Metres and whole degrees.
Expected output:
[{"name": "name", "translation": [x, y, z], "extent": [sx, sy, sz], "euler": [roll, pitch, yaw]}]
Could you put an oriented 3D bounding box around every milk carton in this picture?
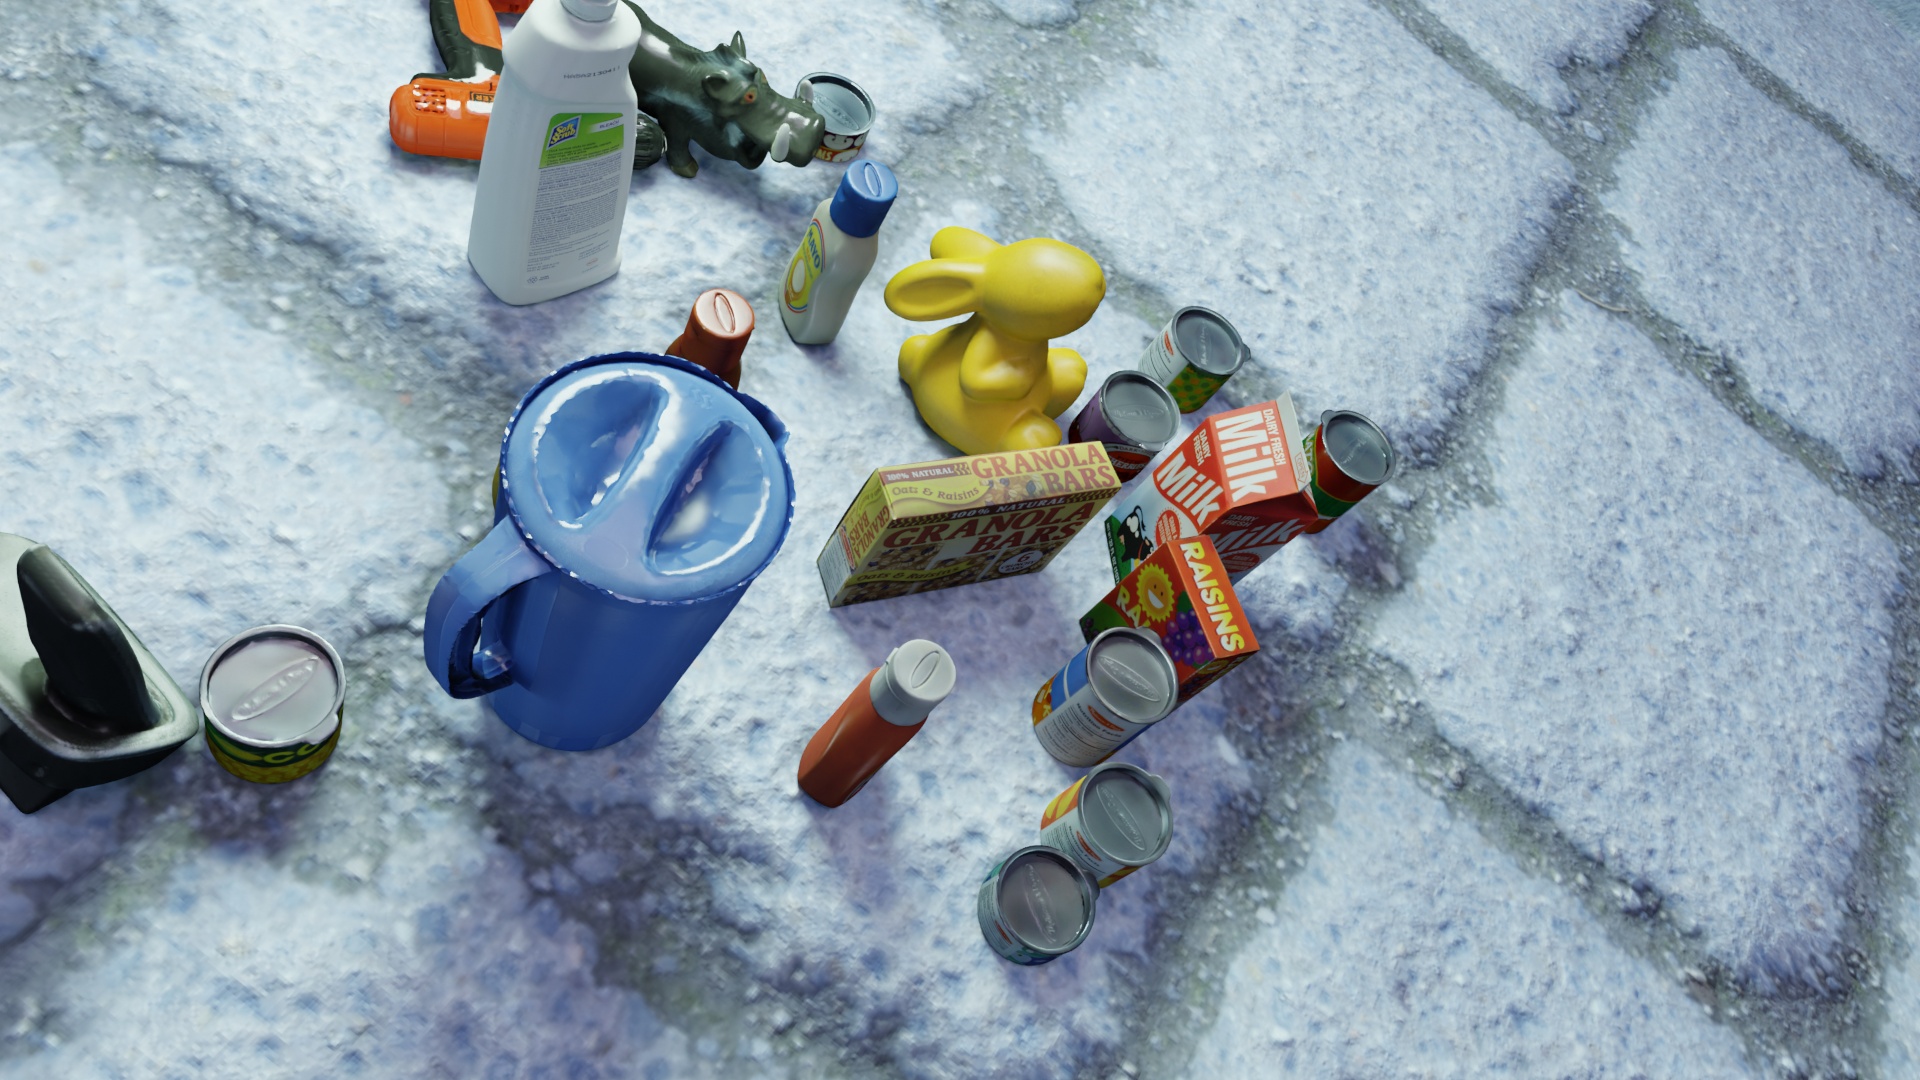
[{"name": "milk carton", "translation": [0.178, -0.024, 0.950], "extent": [0.073, 0.189, 0.072], "euler": [5, 60, -23]}]

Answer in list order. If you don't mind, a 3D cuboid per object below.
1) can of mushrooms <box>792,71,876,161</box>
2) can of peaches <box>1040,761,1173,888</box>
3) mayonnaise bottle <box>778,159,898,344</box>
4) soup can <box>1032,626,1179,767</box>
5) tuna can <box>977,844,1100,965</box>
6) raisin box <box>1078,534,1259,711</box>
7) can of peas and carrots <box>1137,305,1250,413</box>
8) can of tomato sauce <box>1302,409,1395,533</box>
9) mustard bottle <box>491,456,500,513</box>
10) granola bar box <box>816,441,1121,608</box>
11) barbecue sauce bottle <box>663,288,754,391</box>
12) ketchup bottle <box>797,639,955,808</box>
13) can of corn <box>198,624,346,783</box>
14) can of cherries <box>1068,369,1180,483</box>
[{"name": "can of mushrooms", "translation": [-0.104, -0.333, 1.096], "extent": [0.071, 0.033, 0.071], "euler": [12, 57, -19]}, {"name": "can of peaches", "translation": [0.092, 0.179, 0.872], "extent": [0.071, 0.057, 0.071], "euler": [12, 58, -19]}, {"name": "mayonnaise bottle", "translation": [-0.085, -0.199, 0.955], "extent": [0.041, 0.147, 0.065], "euler": [-3, 64, -27]}, {"name": "soup can", "translation": [0.094, 0.101, 0.903], "extent": [0.071, 0.083, 0.071], "euler": [12, 58, -19]}, {"name": "tuna can", "translation": [0.048, 0.221, 0.842], "extent": [0.071, 0.032, 0.071], "euler": [12, 57, -19]}, {"name": "raisin box", "translation": [0.136, 0.062, 0.921], "extent": [0.040, 0.122, 0.086], "euler": [-7, 65, -29]}, {"name": "can of peas and carrots", "translation": [0.185, -0.143, 1.106], "extent": [0.071, 0.058, 0.071], "euler": [12, 58, -19]}, {"name": "can of tomato sauce", "translation": [0.285, -0.053, 1.086], "extent": [0.071, 0.082, 0.071], "euler": [12, 58, -19]}, {"name": "mustard bottle", "translation": [-0.227, -0.048, 0.790], "extent": [0.065, 0.159, 0.049], "euler": [-11, 67, -30]}, {"name": "granola bar box", "translation": [0.003, -0.011, 0.901], "extent": [0.166, 0.123, 0.039], "euler": [-9, 66, -29]}, {"name": "barbecue sauce bottle", "translation": [-0.163, -0.097, 0.857], "extent": [0.044, 0.147, 0.065], "euler": [-7, 65, -29]}, {"name": "ketchup bottle", "translation": [-0.048, 0.102, 0.794], "extent": [0.043, 0.148, 0.065], "euler": [37, 53, -2]}, {"name": "can of corn", "translation": [-0.351, 0.087, 0.714], "extent": [0.071, 0.058, 0.071], "euler": [12, 58, -19]}, {"name": "can of cherries", "translation": [0.122, -0.083, 1.040], "extent": [0.071, 0.058, 0.072], "euler": [12, 58, -19]}]
